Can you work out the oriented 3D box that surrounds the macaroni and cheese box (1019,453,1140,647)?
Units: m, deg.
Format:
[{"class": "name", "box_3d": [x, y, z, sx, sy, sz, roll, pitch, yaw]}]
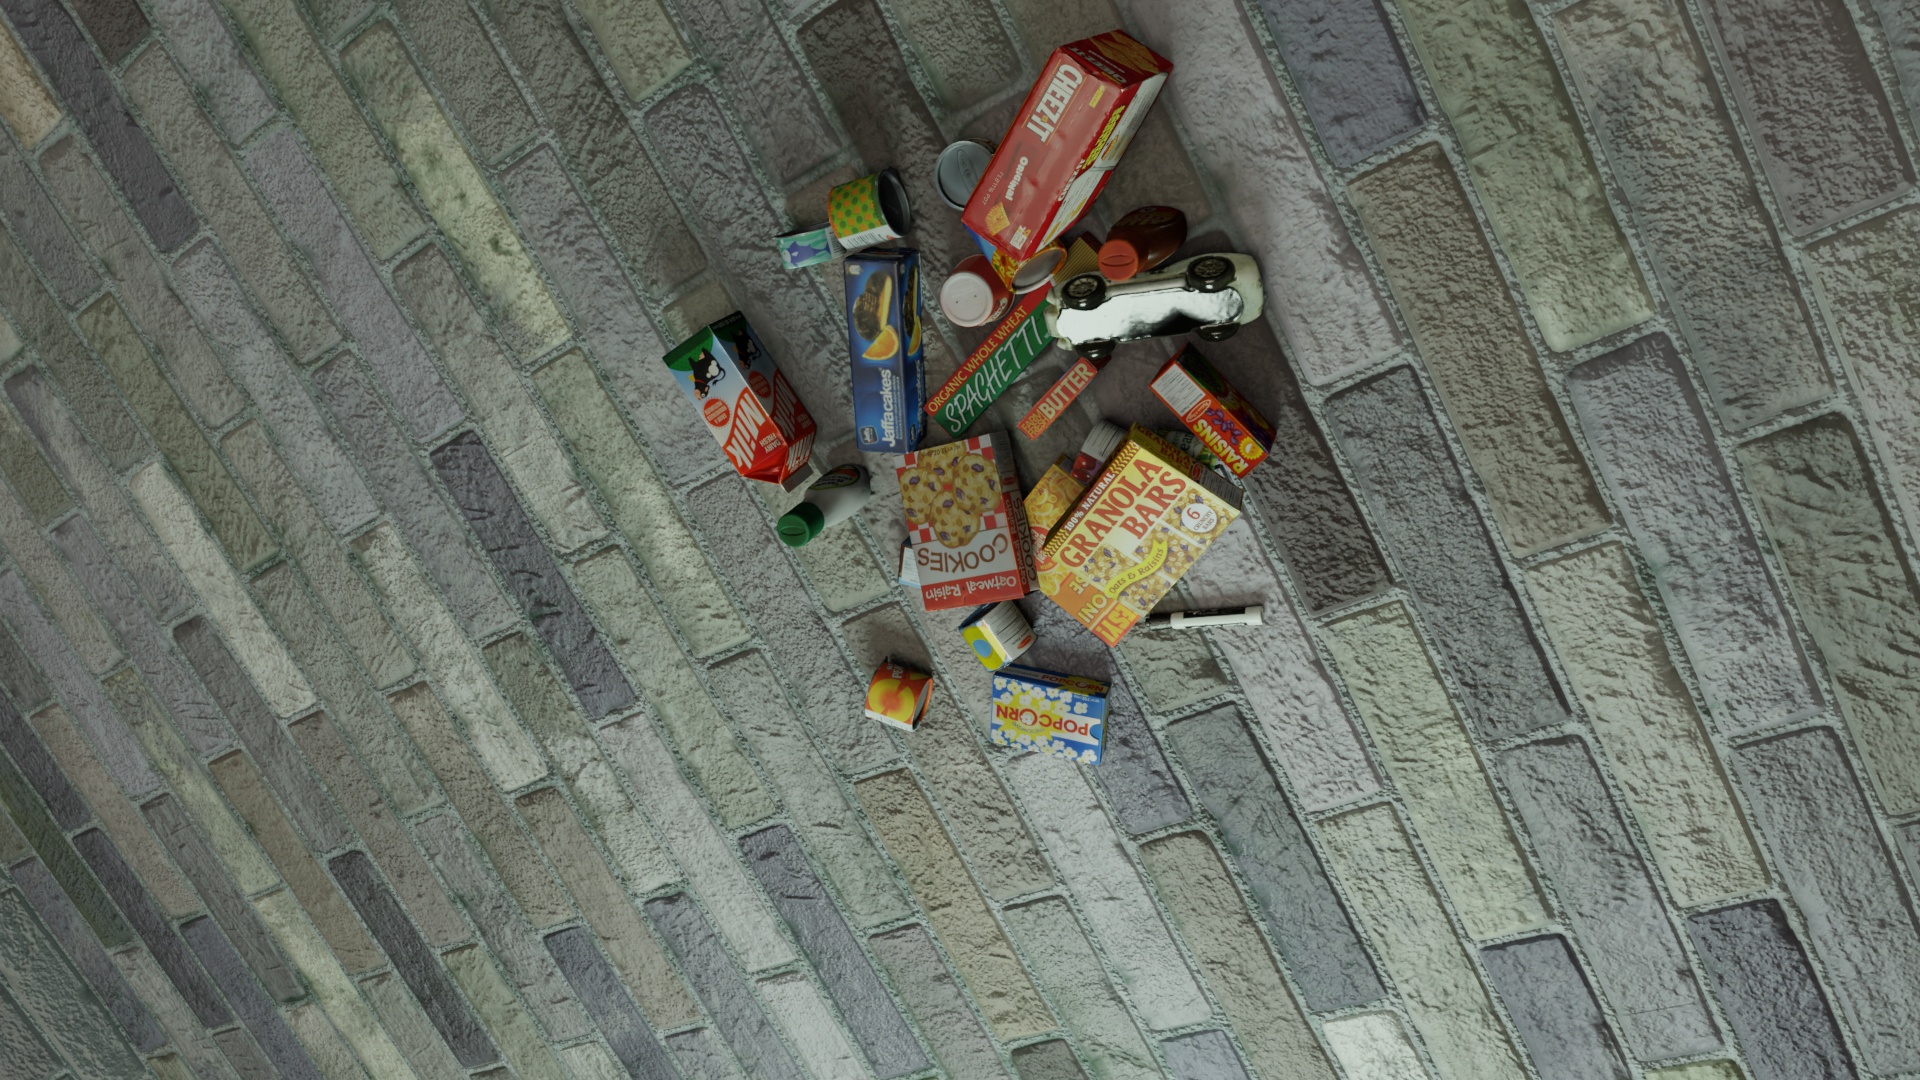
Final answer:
[{"class": "macaroni and cheese box", "box_3d": [0.131, 0.011, 1.421, 0.166, 0.040, 0.123, 39, 119, 2]}]

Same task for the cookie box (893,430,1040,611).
[{"class": "cookie box", "box_3d": [0.005, -0.018, 1.421, 0.123, 0.040, 0.167, -11, 91, 34]}]

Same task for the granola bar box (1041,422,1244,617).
[{"class": "granola bar box", "box_3d": [0.172, -0.018, 1.323, 0.124, 0.039, 0.164, 32, 129, -5]}]

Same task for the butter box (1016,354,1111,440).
[{"class": "butter box", "box_3d": [0.101, -0.145, 1.359, 0.024, 0.053, 0.103, 44, 120, 1]}]

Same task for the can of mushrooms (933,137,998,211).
[{"class": "can of mushrooms", "box_3d": [0.013, -0.348, 1.319, 0.071, 0.033, 0.070, 8, 114, 18]}]

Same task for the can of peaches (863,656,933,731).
[{"class": "can of peaches", "box_3d": [-0.068, 0.172, 1.550, 0.058, 0.071, 0.071, 18, 117, 13]}]

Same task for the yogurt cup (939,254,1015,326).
[{"class": "yogurt cup", "box_3d": [0.014, -0.240, 1.352, 0.072, 0.054, 0.072, 7, 113, 18]}]

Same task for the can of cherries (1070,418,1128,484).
[{"class": "can of cherries", "box_3d": [0.147, -0.077, 1.364, 0.058, 0.072, 0.071, 27, 119, 9]}]

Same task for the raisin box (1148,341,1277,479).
[{"class": "raisin box", "box_3d": [0.238, -0.123, 1.297, 0.123, 0.086, 0.040, 45, 115, -2]}]

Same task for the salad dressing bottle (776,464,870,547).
[{"class": "salad dressing bottle", "box_3d": [-0.142, -0.036, 1.443, 0.064, 0.148, 0.043, -1, 111, 21]}]

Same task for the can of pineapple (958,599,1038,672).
[{"class": "can of pineapple", "box_3d": [0.039, 0.099, 1.479, 0.071, 0.071, 0.058, -32, 98, 29]}]

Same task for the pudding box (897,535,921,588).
[{"class": "pudding box", "box_3d": [-0.023, 0.030, 1.494, 0.084, 0.030, 0.049, 14, 115, 15]}]

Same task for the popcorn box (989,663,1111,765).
[{"class": "popcorn box", "box_3d": [0.097, 0.187, 1.509, 0.127, 0.038, 0.085, 10, 114, 17]}]

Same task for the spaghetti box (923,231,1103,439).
[{"class": "spaghetti box", "box_3d": [0.057, -0.197, 1.368, 0.050, 0.029, 0.249, 45, 119, -1]}]

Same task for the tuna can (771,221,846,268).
[{"class": "tuna can", "box_3d": [-0.151, -0.294, 1.384, 0.071, 0.071, 0.032, -6, 110, 23]}]

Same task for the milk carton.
[{"class": "milk carton", "box_3d": [-0.222, -0.139, 1.474, 0.073, 0.073, 0.190, -29, 99, 28]}]

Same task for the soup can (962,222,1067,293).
[{"class": "soup can", "box_3d": [0.051, -0.284, 1.294, 0.071, 0.071, 0.084, -43, 69, 30]}]

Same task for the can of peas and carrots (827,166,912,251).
[{"class": "can of peas and carrots", "box_3d": [-0.089, -0.323, 1.351, 0.058, 0.071, 0.070, -11, 107, 25]}]

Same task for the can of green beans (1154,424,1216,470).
[{"class": "can of green beans", "box_3d": [0.213, -0.072, 1.339, 0.058, 0.071, 0.071, 12, 116, 15]}]

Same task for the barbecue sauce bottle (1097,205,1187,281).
[{"class": "barbecue sauce bottle", "box_3d": [0.157, -0.263, 1.233, 0.065, 0.149, 0.043, 1, 113, 21]}]
